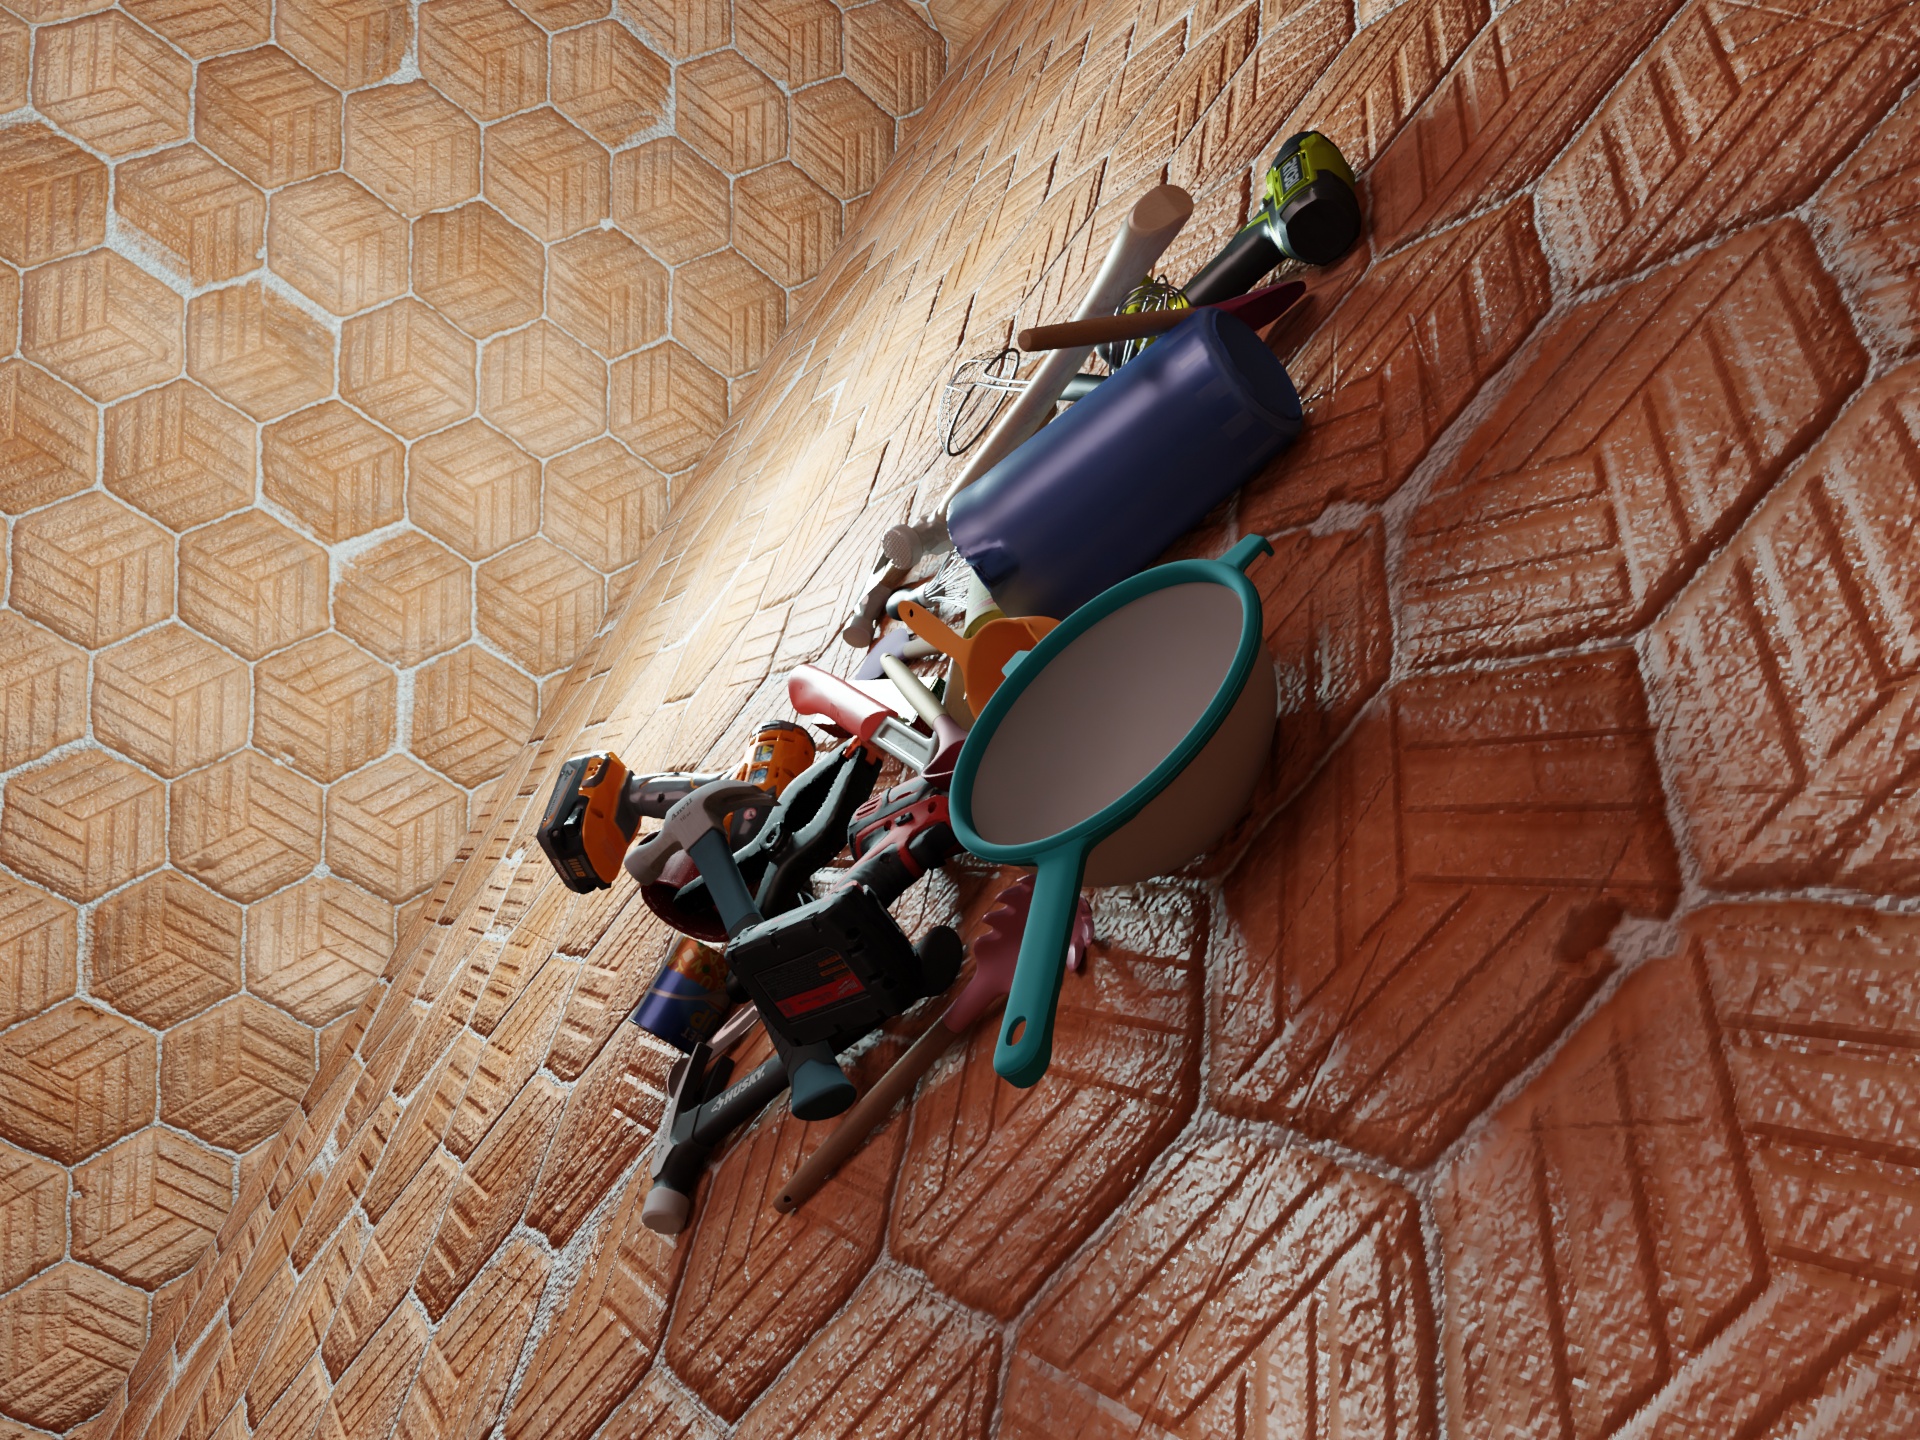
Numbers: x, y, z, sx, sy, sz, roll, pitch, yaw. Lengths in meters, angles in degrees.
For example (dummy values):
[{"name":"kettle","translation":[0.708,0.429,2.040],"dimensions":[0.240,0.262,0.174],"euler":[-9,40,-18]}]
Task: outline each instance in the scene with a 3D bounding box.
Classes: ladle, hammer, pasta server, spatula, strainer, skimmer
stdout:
[{"name":"ladle","translation":[-0.019,-0.005,1.097],"dimensions":[0.069,0.031,0.316],"euler":[-18,20,-9]},{"name":"hammer","translation":[-0.074,-0.010,1.315],"dimensions":[0.359,0.036,0.149],"euler":[29,103,65]},{"name":"hammer","translation":[-0.147,0.156,1.119],"dimensions":[0.128,0.033,0.331],"euler":[-43,41,6]},{"name":"hammer","translation":[-0.113,0.233,1.117],"dimensions":[0.334,0.035,0.146],"euler":[-41,25,33]},{"name":"pasta server","translation":[-0.024,0.204,0.963],"dimensions":[0.316,0.060,0.040],"euler":[-50,-9,22]},{"name":"spatula","translation":[-0.034,-0.066,1.415],"dimensions":[0.060,0.018,0.316],"euler":[-59,18,-13]},{"name":"hammer","translation":[0.071,-0.264,1.261],"dimensions":[0.146,0.038,0.410],"euler":[-29,-13,-38]},{"name":"hammer","translation":[-0.011,-0.202,1.524],"dimensions":[0.331,0.031,0.130],"euler":[-43,21,43]},{"name":"strainer","translation":[0.087,0.062,0.836],"dimensions":[0.211,0.095,0.341],"euler":[-26,32,37]},{"name":"skimmer","translation":[0.082,-0.299,1.514],"dimensions":[0.127,0.090,0.363],"euler":[-54,30,-7]}]

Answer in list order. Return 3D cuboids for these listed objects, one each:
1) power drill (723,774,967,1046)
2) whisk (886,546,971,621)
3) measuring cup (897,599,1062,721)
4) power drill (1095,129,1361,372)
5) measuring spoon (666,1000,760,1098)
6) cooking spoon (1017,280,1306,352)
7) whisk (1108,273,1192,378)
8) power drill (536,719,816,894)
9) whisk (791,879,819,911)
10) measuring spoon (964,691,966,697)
[{"name":"power drill","translation":[-0.029,0.096,1.024],"dimensions":[0.188,0.080,0.227],"euler":[-26,15,36]},{"name":"whisk","translation":[-0.015,-0.116,1.413],"dimensions":[0.070,0.070,0.284],"euler":[-61,16,-14]},{"name":"measuring cup","translation":[0.024,-0.047,1.118],"dimensions":[0.174,0.052,0.095],"euler":[37,123,41]},{"name":"power drill","translation":[0.214,-0.366,1.265],"dimensions":[0.223,0.080,0.171],"euler":[-38,26,31]},{"name":"measuring spoon","translation":[-0.189,0.261,1.276],"dimensions":[0.124,0.018,0.034],"euler":[-43,44,13]},{"name":"cooking spoon","translation":[0.144,-0.274,1.089],"dimensions":[0.319,0.017,0.068],"euler":[-21,-14,-45]},{"name":"whisk","translation":[0.118,-0.238,1.217],"dimensions":[0.246,0.057,0.059],"euler":[113,162,-52]},{"name":"power drill","translation":[-0.243,0.085,1.377],"dimensions":[0.226,0.084,0.164],"euler":[-9,39,13]},{"name":"whisk","translation":[-0.132,0.146,1.285],"dimensions":[0.055,0.055,0.239],"euler":[-53,16,5]},{"name":"measuring spoon","translation":[-0.002,-0.004,1.277],"dimensions":[0.117,0.011,0.021],"euler":[-63,22,-9]}]
